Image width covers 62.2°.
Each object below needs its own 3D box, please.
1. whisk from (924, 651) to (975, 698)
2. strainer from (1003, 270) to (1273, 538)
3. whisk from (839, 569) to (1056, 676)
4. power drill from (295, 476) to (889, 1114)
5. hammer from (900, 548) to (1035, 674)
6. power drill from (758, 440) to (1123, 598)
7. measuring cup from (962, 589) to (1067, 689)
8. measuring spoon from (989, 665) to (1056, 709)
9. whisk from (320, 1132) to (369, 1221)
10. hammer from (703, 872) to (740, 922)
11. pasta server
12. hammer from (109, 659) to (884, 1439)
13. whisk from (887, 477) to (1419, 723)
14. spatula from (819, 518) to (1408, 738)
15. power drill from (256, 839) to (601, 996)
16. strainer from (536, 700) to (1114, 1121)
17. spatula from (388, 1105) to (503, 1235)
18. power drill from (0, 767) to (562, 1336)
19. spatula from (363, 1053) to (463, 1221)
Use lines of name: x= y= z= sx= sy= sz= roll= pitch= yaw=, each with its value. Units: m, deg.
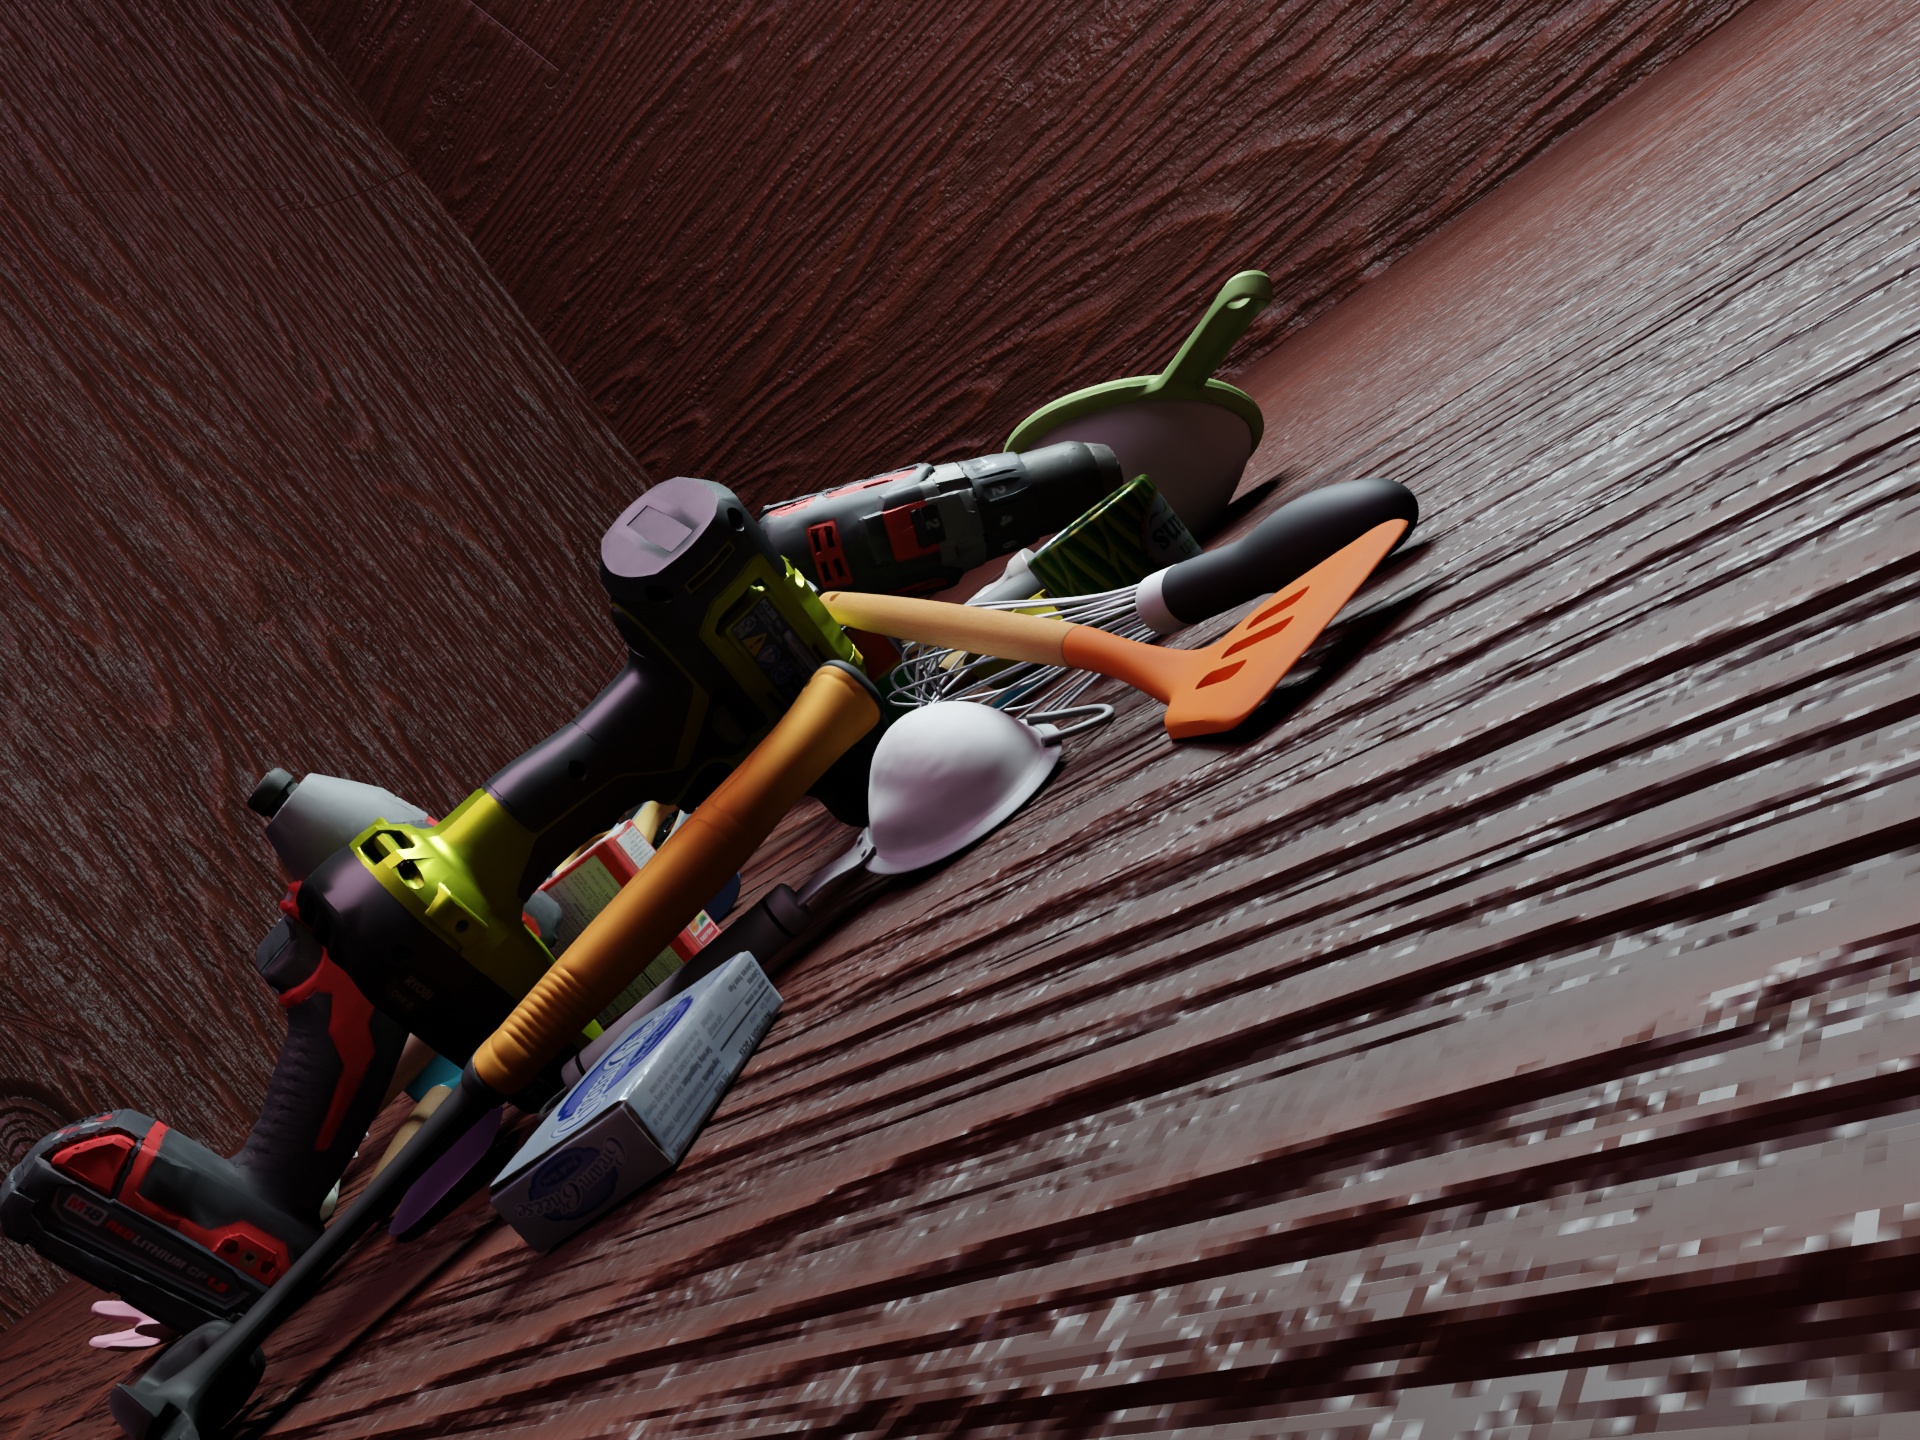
whisk: x=-0.016 y=-0.016 z=0.972 sx=0.047 sy=0.051 sz=0.245 roll=-7 pitch=10 yaw=16
strainer: x=0.114 y=-0.147 z=0.859 sx=0.151 sy=0.069 sz=0.256 roll=-2 pitch=-16 yaw=-14
whisk: x=-0.002 y=-0.054 z=0.895 sx=0.239 sy=0.055 sz=0.055 roll=-27 pitch=-3 yaw=-44
power drill: x=-0.128 y=0.040 z=0.646 sx=0.228 sy=0.190 sz=0.080 roll=-47 pitch=45 yaw=-13
hammer: x=-0.043 y=-0.043 z=1.012 sx=0.130 sy=0.031 sz=0.331 roll=-40 pitch=-5 yaw=23
power drill: x=-0.023 y=-0.105 z=0.877 sx=0.188 sy=0.080 sz=0.227 roll=-18 pitch=7 yaw=-9
measuring cup: x=0.047 y=-0.045 z=0.903 sx=0.062 sy=0.029 sz=0.156 roll=-42 pitch=-8 yaw=17
measuring spoon: x=-0.001 y=-0.003 z=0.815 sx=0.128 sy=0.021 sz=0.042 roll=-35 pitch=6 yaw=31
whisk: x=-0.378 y=0.257 z=0.938 sx=0.059 sy=0.058 sz=0.246 roll=-7 pitch=-1 yaw=-20
hammer: x=-0.175 y=0.096 z=1.027 sx=0.144 sy=0.035 sz=0.405 roll=-38 pitch=6 yaw=-8
pasta server: x=-0.321 y=0.206 z=0.801 sx=0.316 sy=0.040 sz=0.060 roll=-45 pitch=38 yaw=7
hammer: x=-0.137 y=0.097 z=0.537 sx=0.337 sy=0.034 sz=0.127 roll=-49 pitch=5 yaw=-26
whisk: x=0.058 y=-0.037 z=0.591 sx=0.070 sy=0.070 sz=0.284 roll=-41 pitch=11 yaw=-34
spatula: x=0.023 y=-0.035 z=0.557 sx=0.081 sy=0.041 sz=0.323 roll=-47 pitch=29 yaw=-17
power drill: x=-0.323 y=0.128 z=1.039 sx=0.185 sy=0.084 sz=0.226 roll=-50 pitch=-19 yaw=-3
strainer: x=-0.058 y=0.063 z=0.575 sx=0.258 sy=0.050 sz=0.087 roll=-40 pitch=20 yaw=3
spatula: x=-0.231 y=0.185 z=0.749 sx=0.060 sy=0.018 sz=0.316 roll=-45 pitch=8 yaw=-10
power drill: x=-0.287 y=0.133 z=0.673 sx=0.220 sy=0.143 sz=0.078 roll=-57 pitch=16 yaw=-18
spatula: x=-0.288 y=0.201 z=0.837 sx=0.082 sy=0.044 sz=0.317 roll=-49 pitch=8 yaw=-6
